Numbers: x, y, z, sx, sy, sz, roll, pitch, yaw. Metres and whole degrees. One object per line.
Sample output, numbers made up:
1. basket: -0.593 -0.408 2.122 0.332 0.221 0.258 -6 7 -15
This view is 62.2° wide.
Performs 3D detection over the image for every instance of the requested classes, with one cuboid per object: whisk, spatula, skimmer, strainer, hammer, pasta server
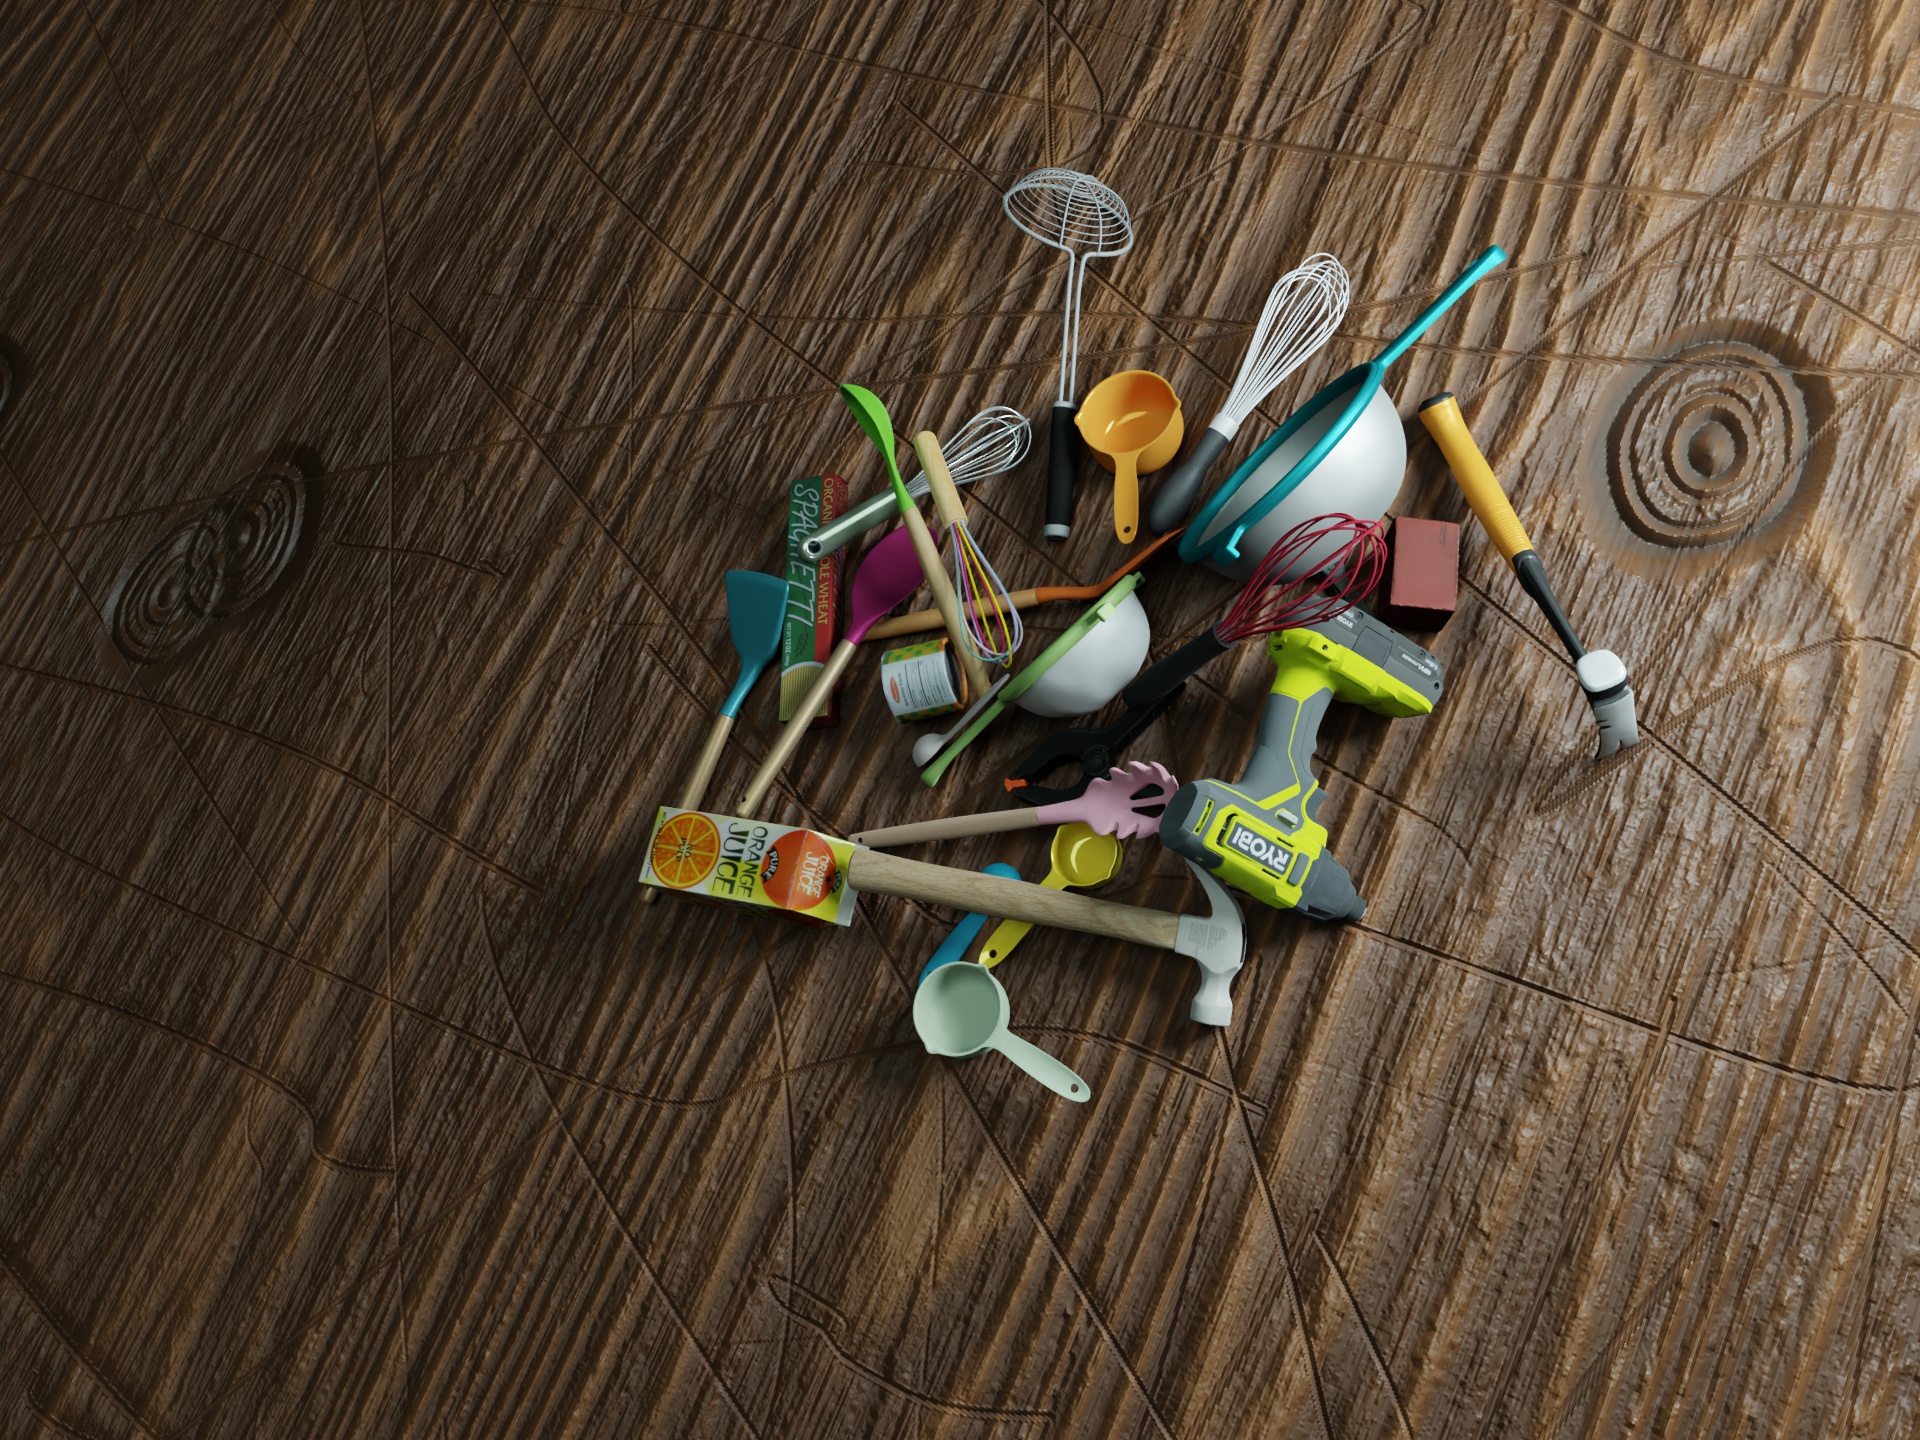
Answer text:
1. whisk: 0.212 -0.073 1.195 0.295 0.073 0.073 -38 53 51
2. spatula: -0.233 0.016 1.461 0.082 0.044 0.317 14 78 36
3. skimmer: 0.092 -0.339 1.465 0.127 0.090 0.363 6 83 -16
4. spatula: 0.044 -0.114 1.399 0.322 0.081 0.041 -11 98 22
5. whisk: 0.001 -0.150 1.382 0.051 0.047 0.245 -26 64 13
6. strainer: 0.323 -0.220 1.250 0.095 0.211 0.340 44 95 -7
7. hammer: 0.064 0.146 1.274 0.331 0.031 0.130 10 89 19
8. strainer: 0.071 -0.013 1.334 0.069 0.151 0.256 46 112 1
9. hammer: 0.436 -0.128 1.238 0.034 0.127 0.337 -25 54 13
10. pasta server: 0.038 0.082 1.309 0.316 0.040 0.060 -10 80 28
11. whisk: 0.247 -0.281 1.382 0.070 0.070 0.284 35 91 28
12. whisk: -0.043 -0.213 1.457 0.246 0.059 0.057 -30 100 2

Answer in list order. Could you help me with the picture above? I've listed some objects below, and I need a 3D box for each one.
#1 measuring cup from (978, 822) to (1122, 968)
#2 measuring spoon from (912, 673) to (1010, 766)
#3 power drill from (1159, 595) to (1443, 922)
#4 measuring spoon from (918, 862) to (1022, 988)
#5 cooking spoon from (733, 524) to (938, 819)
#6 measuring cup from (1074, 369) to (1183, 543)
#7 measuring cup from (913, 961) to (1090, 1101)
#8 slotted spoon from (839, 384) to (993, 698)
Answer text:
1. measuring cup: 0.073 0.147 1.307 0.156 0.029 0.062 -48 61 6
2. measuring spoon: -0.002 -0.004 1.361 0.018 0.034 0.124 42 119 -7
3. power drill: 0.271 0.034 1.216 0.171 0.080 0.223 29 80 -13
4. measuring spoon: 0.003 0.172 1.323 0.042 0.021 0.128 35 85 28
5. cooking spoon: -0.113 -0.048 1.421 0.069 0.017 0.319 21 71 31
6. measuring cup: 0.151 -0.220 1.389 0.095 0.052 0.174 -6 66 19
7. measuring cup: 0.038 0.257 1.272 0.168 0.038 0.083 30 84 25
8. slotted spoon: -0.035 -0.161 1.397 0.031 0.070 0.314 -22 79 -3
